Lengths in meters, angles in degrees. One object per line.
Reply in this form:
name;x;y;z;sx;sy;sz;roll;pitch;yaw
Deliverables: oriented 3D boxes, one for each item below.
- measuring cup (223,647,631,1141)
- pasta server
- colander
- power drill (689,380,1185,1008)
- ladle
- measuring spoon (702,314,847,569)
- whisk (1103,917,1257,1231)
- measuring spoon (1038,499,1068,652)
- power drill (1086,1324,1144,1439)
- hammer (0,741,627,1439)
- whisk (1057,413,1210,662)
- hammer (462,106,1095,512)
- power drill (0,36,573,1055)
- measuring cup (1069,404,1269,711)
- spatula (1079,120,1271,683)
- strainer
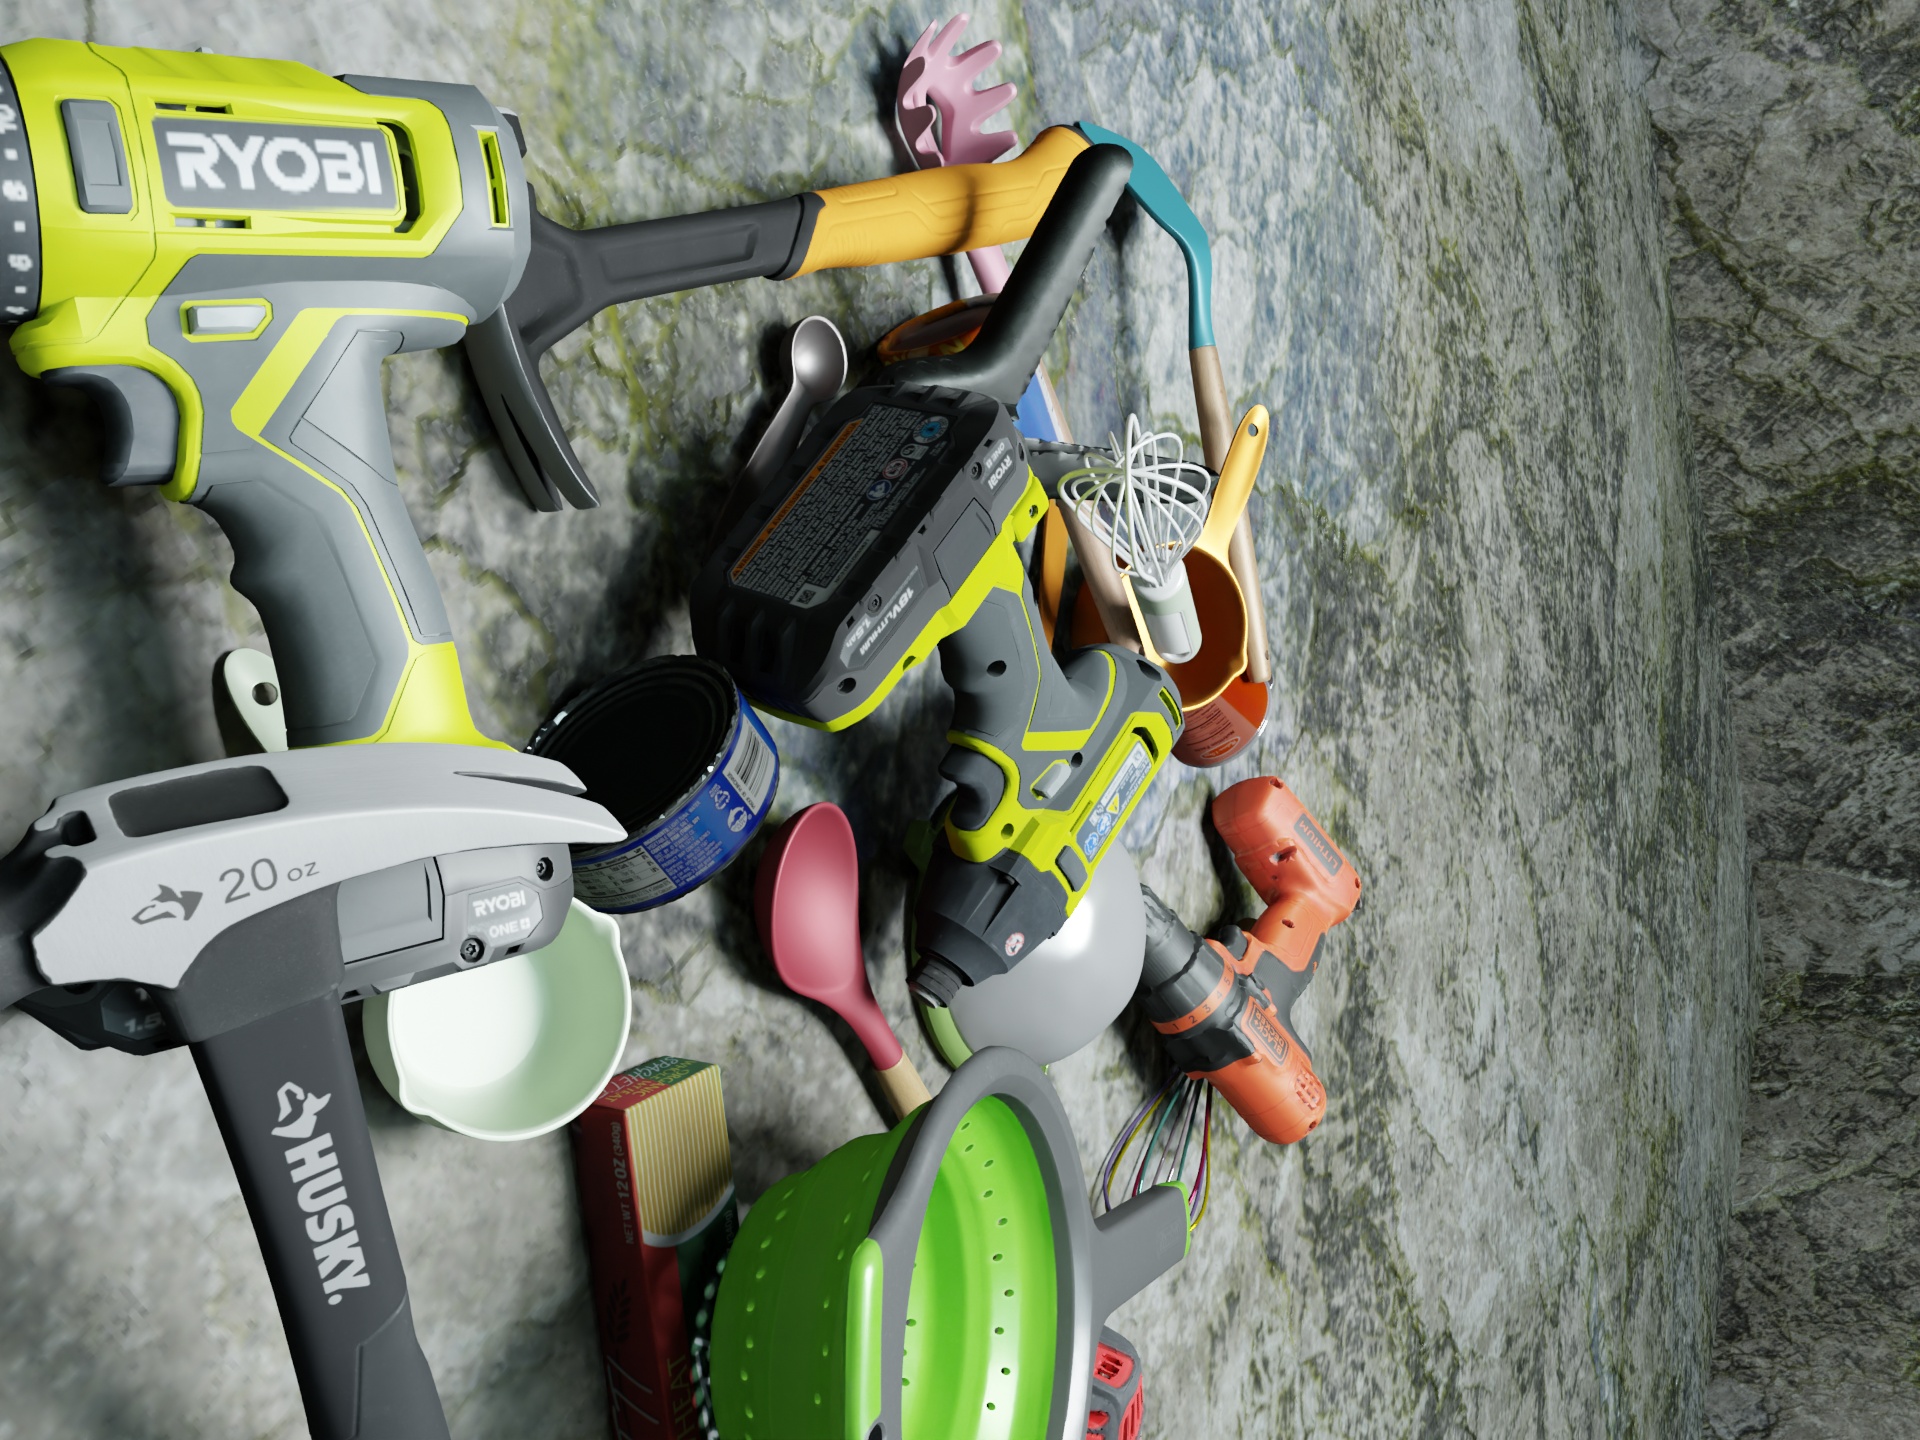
measuring cup;-0.167;0.051;0.473;0.083;0.038;0.167;-43;107;-36
pasta server;0.038;-0.164;0.746;0.060;0.040;0.316;-34;109;-41
colander;0.006;0.230;0.643;0.396;0.094;0.204;17;70;-67
power drill;-0.001;-0.002;0.612;0.171;0.080;0.223;-55;139;-20
ladle;-0.021;0.162;0.687;0.069;0.031;0.315;-58;135;-43
measuring spoon;-0.078;-0.107;0.628;0.034;0.018;0.124;45;59;-46
whisk;0.140;0.202;0.908;0.051;0.047;0.245;58;39;-22
measuring spoon;0.043;-0.073;0.810;0.021;0.011;0.117;32;59;-50
power drill;0.018;0.381;0.682;0.220;0.078;0.143;-40;137;-55
hammer;-0.144;0.153;0.394;0.146;0.035;0.334;-20;128;-30
whisk;0.084;-0.065;0.687;0.246;0.058;0.059;47;42;-72
hammer;-0.046;-0.182;0.616;0.337;0.034;0.127;-29;112;-44
power drill;-0.190;-0.045;0.380;0.190;0.080;0.228;-12;96;-38
measuring cup;0.116;-0.087;0.840;0.095;0.052;0.174;28;78;-25
spatula;0.128;-0.176;0.874;0.082;0.044;0.317;-11;90;-56
strainer;0.052;0.151;0.755;0.151;0.069;0.256;-16;100;-56
